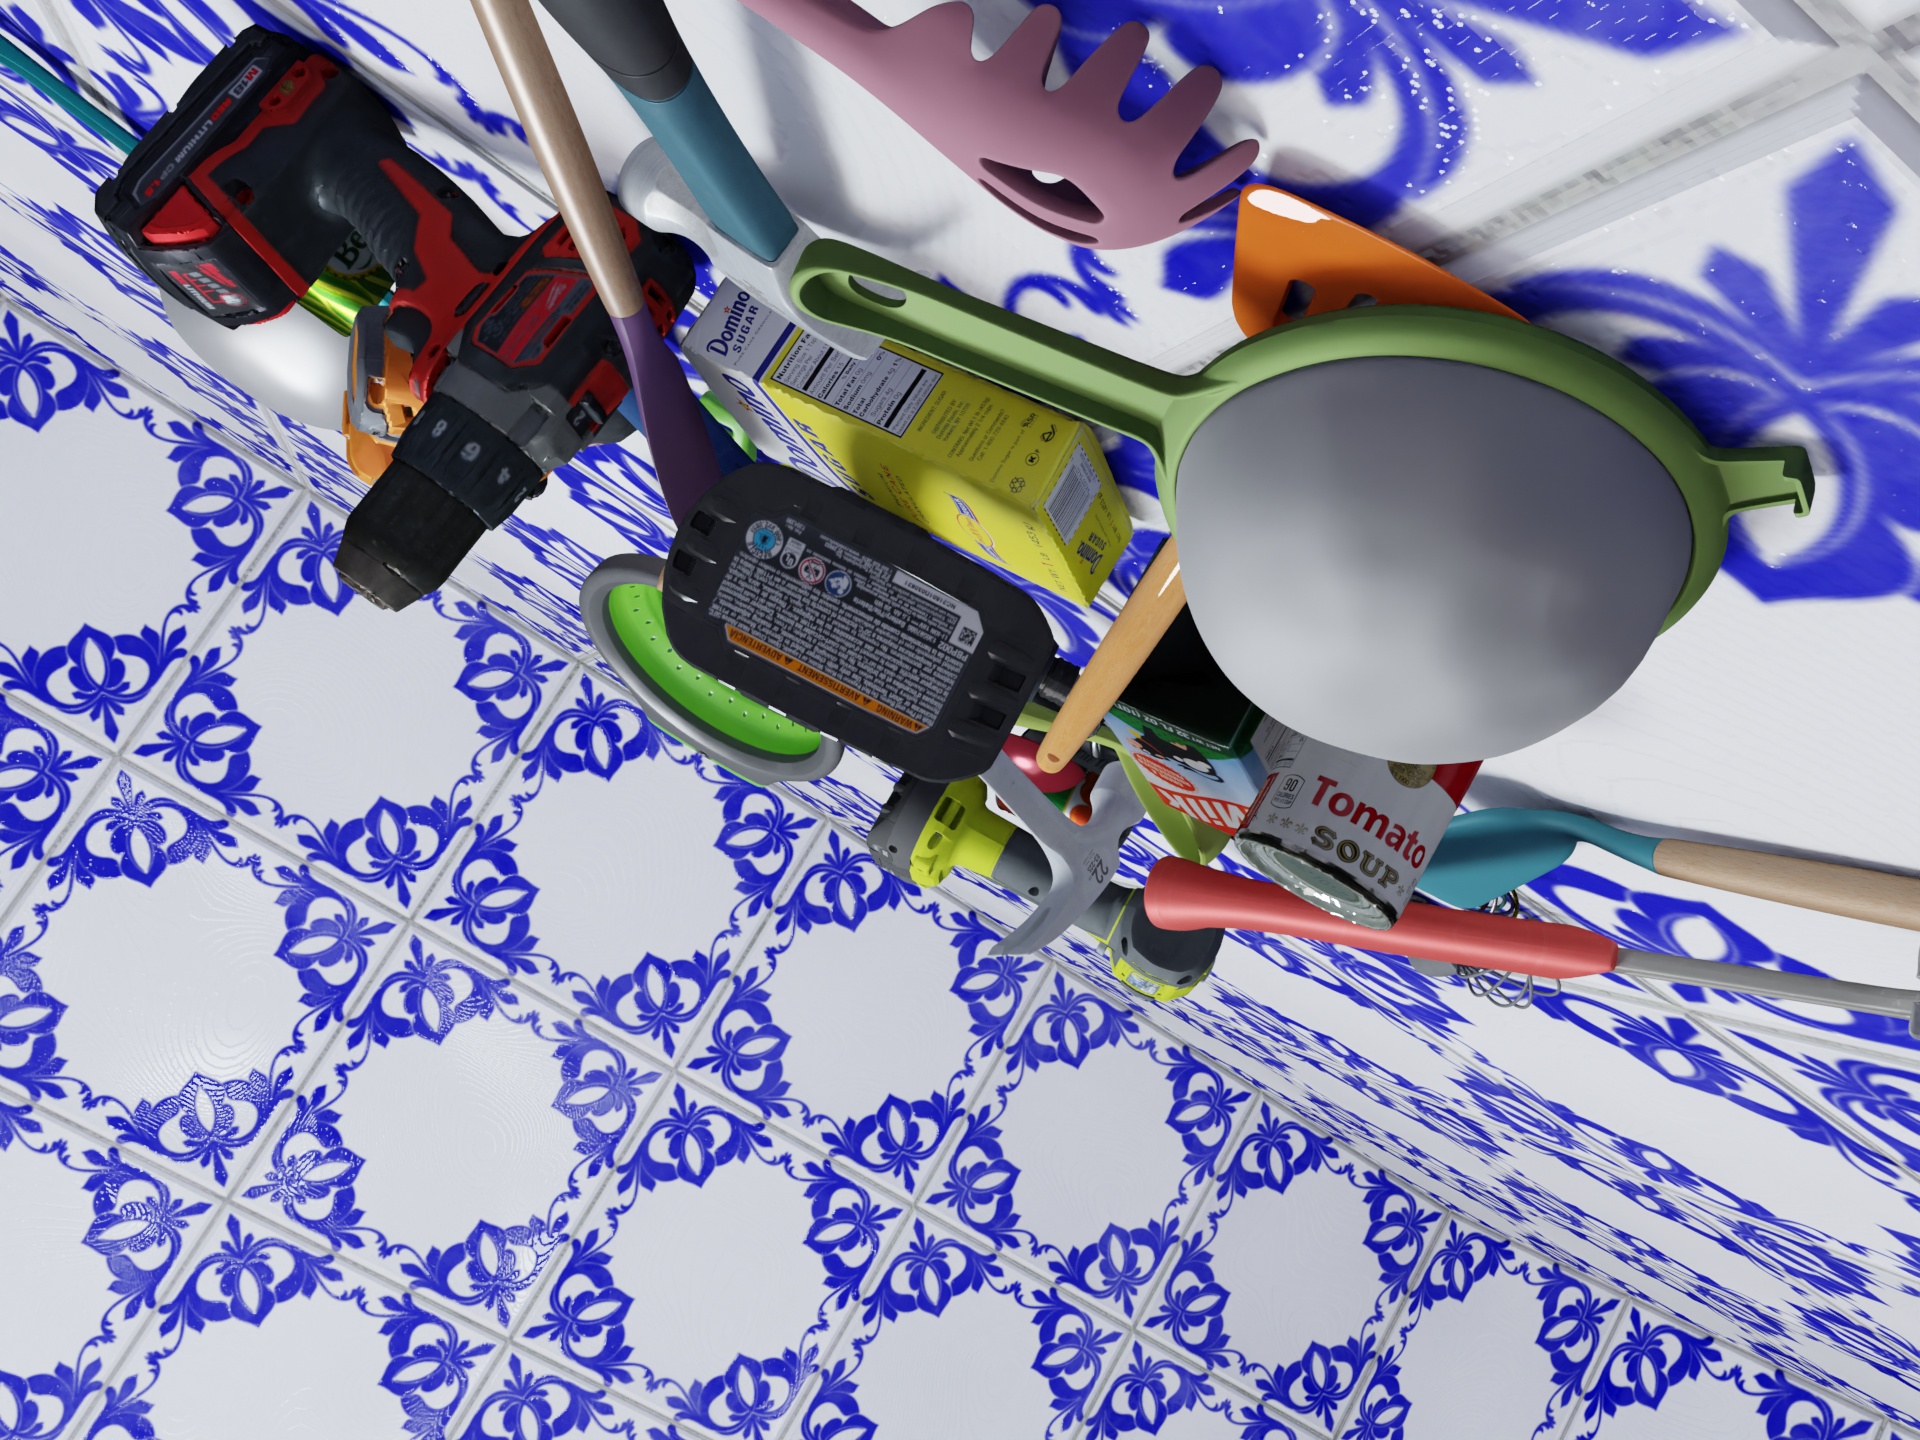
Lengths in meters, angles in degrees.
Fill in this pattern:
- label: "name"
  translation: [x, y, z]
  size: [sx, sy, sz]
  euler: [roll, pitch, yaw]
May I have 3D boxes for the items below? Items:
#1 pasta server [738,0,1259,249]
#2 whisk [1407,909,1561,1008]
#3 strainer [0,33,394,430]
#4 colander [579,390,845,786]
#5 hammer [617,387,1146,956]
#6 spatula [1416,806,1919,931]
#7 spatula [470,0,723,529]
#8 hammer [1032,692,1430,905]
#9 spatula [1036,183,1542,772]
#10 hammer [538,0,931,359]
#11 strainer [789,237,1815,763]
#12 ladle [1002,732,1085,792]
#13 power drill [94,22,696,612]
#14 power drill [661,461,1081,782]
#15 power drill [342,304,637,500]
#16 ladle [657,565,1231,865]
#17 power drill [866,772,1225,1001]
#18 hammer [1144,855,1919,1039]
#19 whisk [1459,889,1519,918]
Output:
- label: "pasta server"
  translation: [-0.070, -0.206, 0.396]
  size: [0.316, 0.040, 0.060]
  euler: [34, 170, 5]
- label: "whisk"
  translation: [0.302, 0.141, 0.941]
  size: [0.055, 0.055, 0.239]
  euler: [30, 174, 6]
- label: "strainer"
  translation: [-0.486, -0.287, 1.017]
  size: [0.211, 0.095, 0.340]
  euler: [21, 167, 46]
- label: "colander"
  translation: [-0.132, -0.095, 0.995]
  size: [0.204, 0.094, 0.396]
  euler: [30, 152, 6]
- label: "hammer"
  translation: [-0.049, -0.042, 0.824]
  size: [0.405, 0.144, 0.035]
  euler: [47, 146, -22]
- label: "spatula"
  translation: [0.291, 0.067, 0.611]
  size: [0.082, 0.044, 0.318]
  euler: [28, 171, -27]
- label: "spatula"
  translation: [-0.128, -0.166, 0.566]
  size: [0.018, 0.060, 0.315]
  euler: [1, 147, 9]
- label: "hammer"
  translation: [0.101, 0.022, 0.981]
  size: [0.408, 0.036, 0.149]
  euler: [34, 171, -13]
- label: "spatula"
  translation: [0.073, -0.051, 0.519]
  size: [0.081, 0.041, 0.322]
  euler: [28, 149, 0]
- label: "hammer"
  translation: [-0.086, -0.174, 0.400]
  size: [0.128, 0.033, 0.331]
  euler: [36, 180, 11]
- label: "strainer"
  translation: [0.069, -0.052, 0.416]
  size: [0.256, 0.069, 0.151]
  euler: [22, 153, -5]
- label: "ladle"
  translation: [-0.022, -0.014, 1.090]
  size: [0.069, 0.031, 0.316]
  euler: [38, 176, -39]
- label: "power drill"
  translation: [-0.243, -0.165, 0.653]
  size: [0.227, 0.188, 0.080]
  euler: [32, 170, 17]
- label: "power drill"
  translation: [-0.026, -0.043, 0.652]
  size: [0.171, 0.080, 0.223]
  euler: [27, -172, -1]
- label: "power drill"
  translation: [-0.256, -0.172, 0.879]
  size: [0.164, 0.084, 0.226]
  euler: [2, -178, -24]
- label: "ladle"
  translation: [-0.001, -0.003, 0.789]
  size: [0.320, 0.062, 0.078]
  euler: [21, -176, -17]
- label: "power drill"
  translation: [0.059, 0.112, 1.045]
  size: [0.228, 0.080, 0.190]
  euler: [28, 167, 9]
- label: "hammer"
  translation: [0.225, 0.092, 0.663]
  size: [0.359, 0.037, 0.149]
  euler: [4, 169, 43]
- label: "whisk"
  translation: [0.177, 0.043, 0.835]
  size: [0.245, 0.047, 0.051]
  euler: [30, 172, 26]
